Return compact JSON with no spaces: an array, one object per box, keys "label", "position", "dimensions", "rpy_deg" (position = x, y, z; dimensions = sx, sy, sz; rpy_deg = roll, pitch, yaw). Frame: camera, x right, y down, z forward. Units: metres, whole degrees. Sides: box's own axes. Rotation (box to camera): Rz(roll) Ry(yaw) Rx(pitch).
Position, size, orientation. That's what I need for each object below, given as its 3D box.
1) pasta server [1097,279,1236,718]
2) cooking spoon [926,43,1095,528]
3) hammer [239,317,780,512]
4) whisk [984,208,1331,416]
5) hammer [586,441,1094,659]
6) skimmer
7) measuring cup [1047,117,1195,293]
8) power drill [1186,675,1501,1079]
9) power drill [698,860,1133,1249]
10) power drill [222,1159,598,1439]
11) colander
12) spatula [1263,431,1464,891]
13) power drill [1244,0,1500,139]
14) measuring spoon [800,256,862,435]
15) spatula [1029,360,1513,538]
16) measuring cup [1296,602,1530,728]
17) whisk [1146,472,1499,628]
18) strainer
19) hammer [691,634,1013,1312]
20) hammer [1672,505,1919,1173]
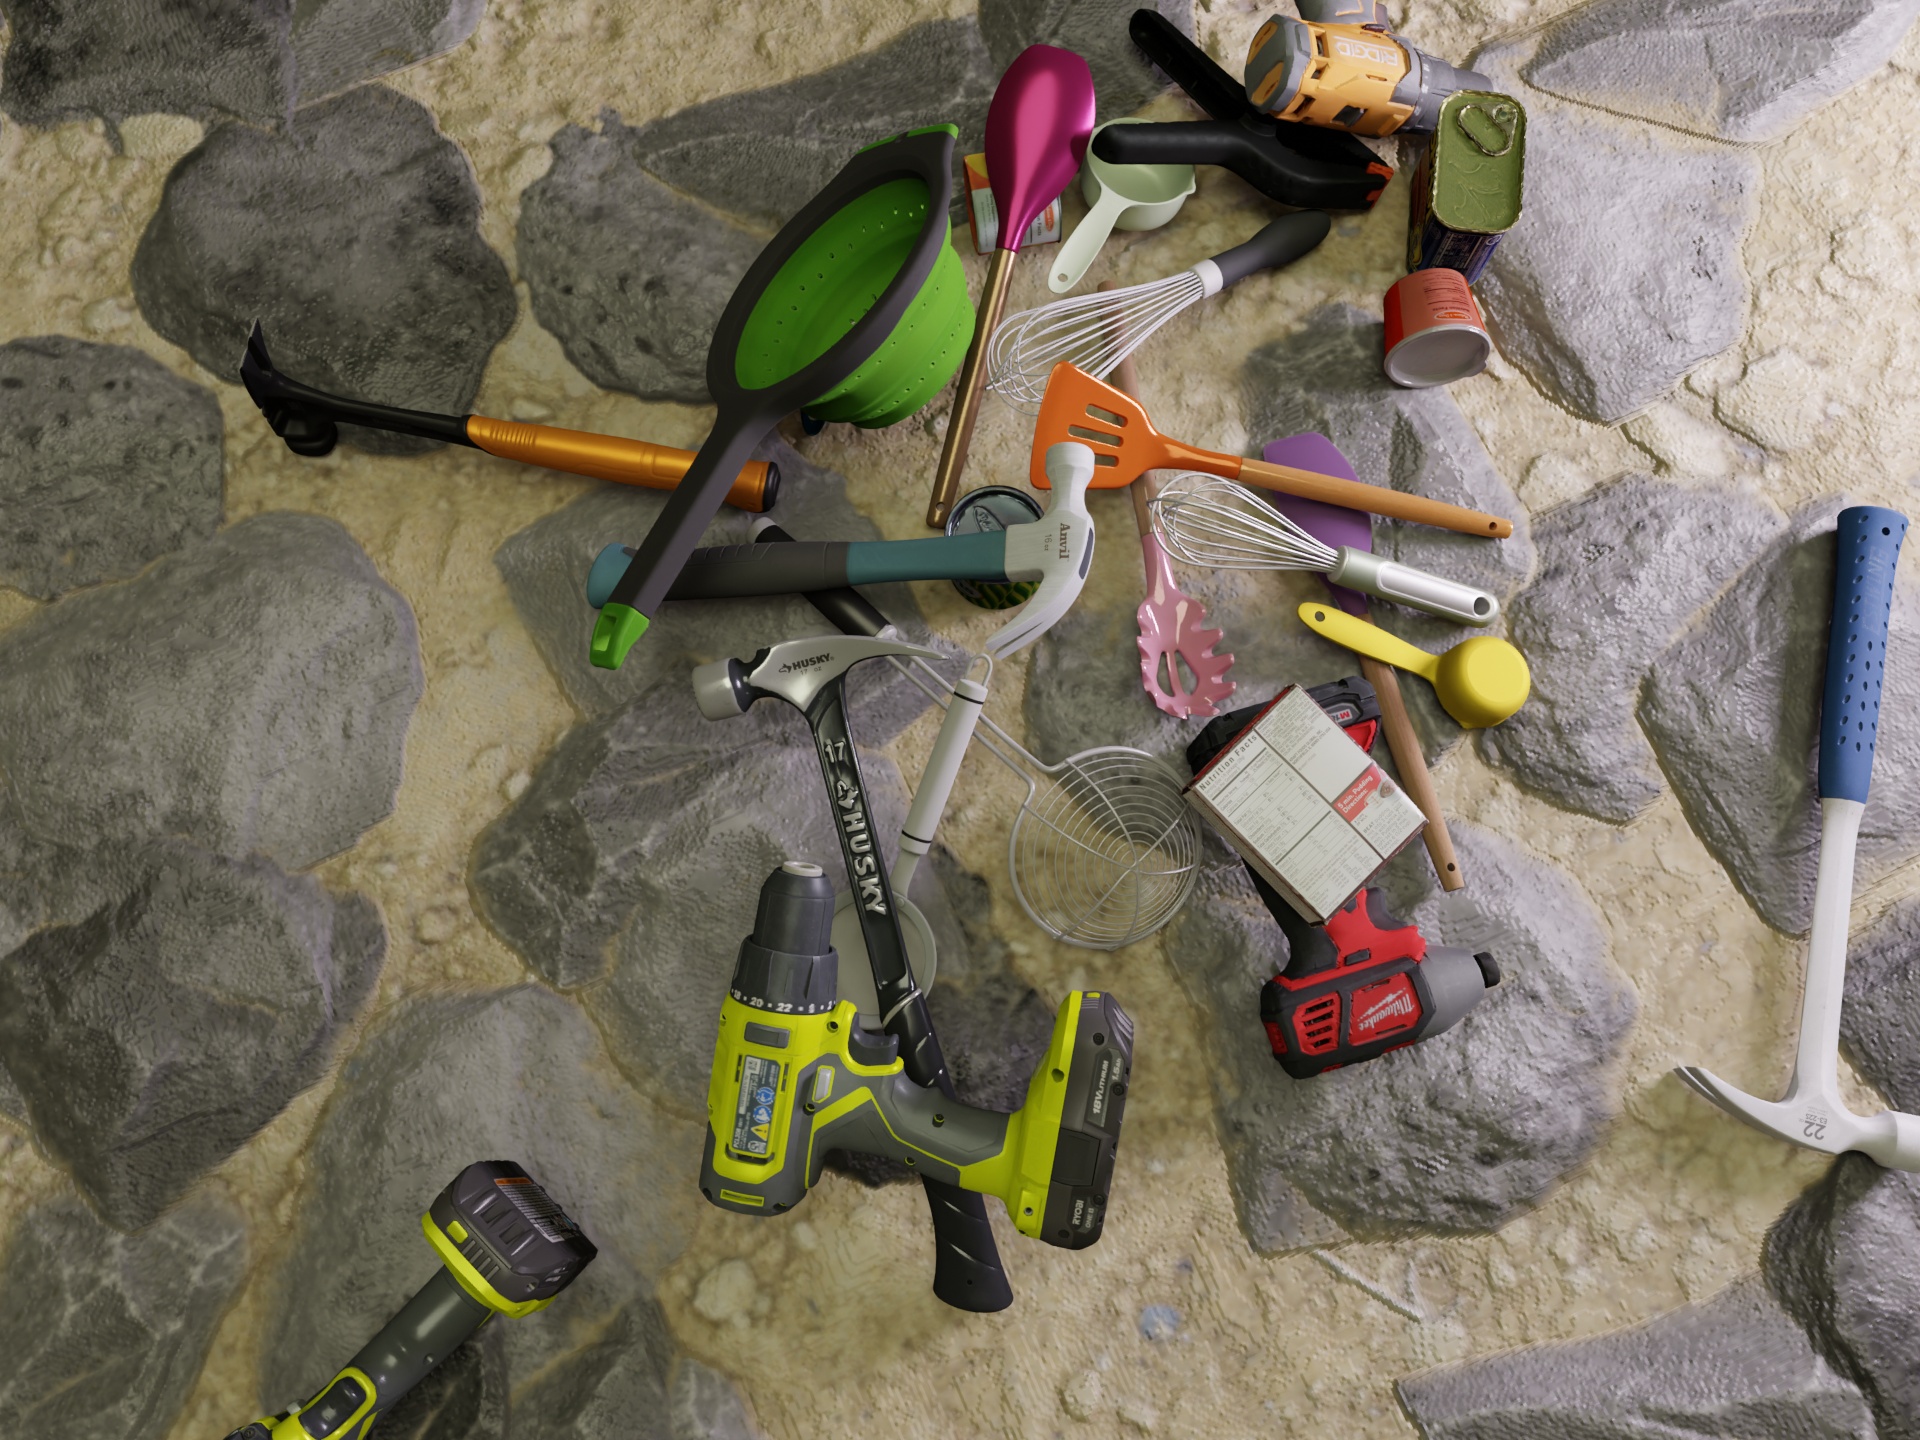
[{"label":"pasta server","position":[0.123,-0.149,1.041],"dimensions":[0.060,0.040,0.316],"rpy_deg":[-6,75,-9]},{"label":"cooking spoon","position":[0.024,-0.281,1.039],"dimensions":[0.068,0.017,0.319],"rpy_deg":[15,95,-2]},{"label":"hammer","position":[-0.284,-0.184,1.026],"dimensions":[0.337,0.127,0.034],"rpy_deg":[10,73,-2]},{"label":"whisk","position":[0.134,-0.278,1.049],"dimensions":[0.284,0.070,0.070],"rpy_deg":[-30,78,-19]},{"label":"hammer","position":[-0.080,-0.098,0.994],"dimensions":[0.331,0.033,0.128],"rpy_deg":[-2,74,17]},{"label":"skimmer","position":[-0.002,-0.003,1.014],"dimensions":[0.363,0.090,0.127],"rpy_deg":[42,85,20]},{"label":"measuring cup","position":[0.097,-0.335,1.068],"dimensions":[0.083,0.038,0.168],"rpy_deg":[30,66,3]},{"label":"power drill","position":[0.230,0.093,0.965],"dimensions":[0.143,0.078,0.220],"rpy_deg":[-16,80,-3]},{"label":"power drill","position":[-0.024,0.188,0.876],"dimensions":[0.228,0.080,0.190],"rpy_deg":[10,94,6]},{"label":"power drill","position":[-0.314,0.350,0.868],"dimensions":[0.080,0.171,0.223],"rpy_deg":[43,78,10]},{"label":"colander","position":[-0.096,-0.184,0.988],"dimensions":[0.094,0.205,0.397],"rpy_deg":[39,73,-36]},{"label":"spatula","position":[0.267,-0.043,1.023],"dimensions":[0.060,0.018,0.316],"rpy_deg":[-14,76,-7]},{"label":"power drill","position":[0.277,-0.502,1.088],"dimensions":[0.185,0.084,0.226],"rpy_deg":[2,74,-21]},{"label":"measuring spoon","position":[-0.093,-0.255,1.084],"dimensions":[0.042,0.021,0.128],"rpy_deg":[8,86,-4]},{"label":"spatula","position":[0.203,-0.156,1.019],"dimensions":[0.322,0.041,0.081],"rpy_deg":[12,97,-5]},{"label":"measuring cup","position":[0.287,-0.044,1.002],"dimensions":[0.156,0.029,0.062],"rpy_deg":[22,71,-6]},{"label":"whisk","position":[0.230,-0.101,1.000],"dimensions":[0.246,0.059,0.058],"rpy_deg":[16,87,-12]},{"label":"strainer","position":[-0.029,0.081,0.960],"dimensions":[0.087,0.050,0.258],"rpy_deg":[23,98,19]},{"label":"hammer","position":[-0.034,0.147,0.929],"dimensions":[0.149,0.036,0.409],"rpy_deg":[-15,91,5]},{"label":"hammer","position":[0.539,0.060,0.985],"dimensions":[0.144,0.035,0.406],"rpy_deg":[12,77,4]}]
